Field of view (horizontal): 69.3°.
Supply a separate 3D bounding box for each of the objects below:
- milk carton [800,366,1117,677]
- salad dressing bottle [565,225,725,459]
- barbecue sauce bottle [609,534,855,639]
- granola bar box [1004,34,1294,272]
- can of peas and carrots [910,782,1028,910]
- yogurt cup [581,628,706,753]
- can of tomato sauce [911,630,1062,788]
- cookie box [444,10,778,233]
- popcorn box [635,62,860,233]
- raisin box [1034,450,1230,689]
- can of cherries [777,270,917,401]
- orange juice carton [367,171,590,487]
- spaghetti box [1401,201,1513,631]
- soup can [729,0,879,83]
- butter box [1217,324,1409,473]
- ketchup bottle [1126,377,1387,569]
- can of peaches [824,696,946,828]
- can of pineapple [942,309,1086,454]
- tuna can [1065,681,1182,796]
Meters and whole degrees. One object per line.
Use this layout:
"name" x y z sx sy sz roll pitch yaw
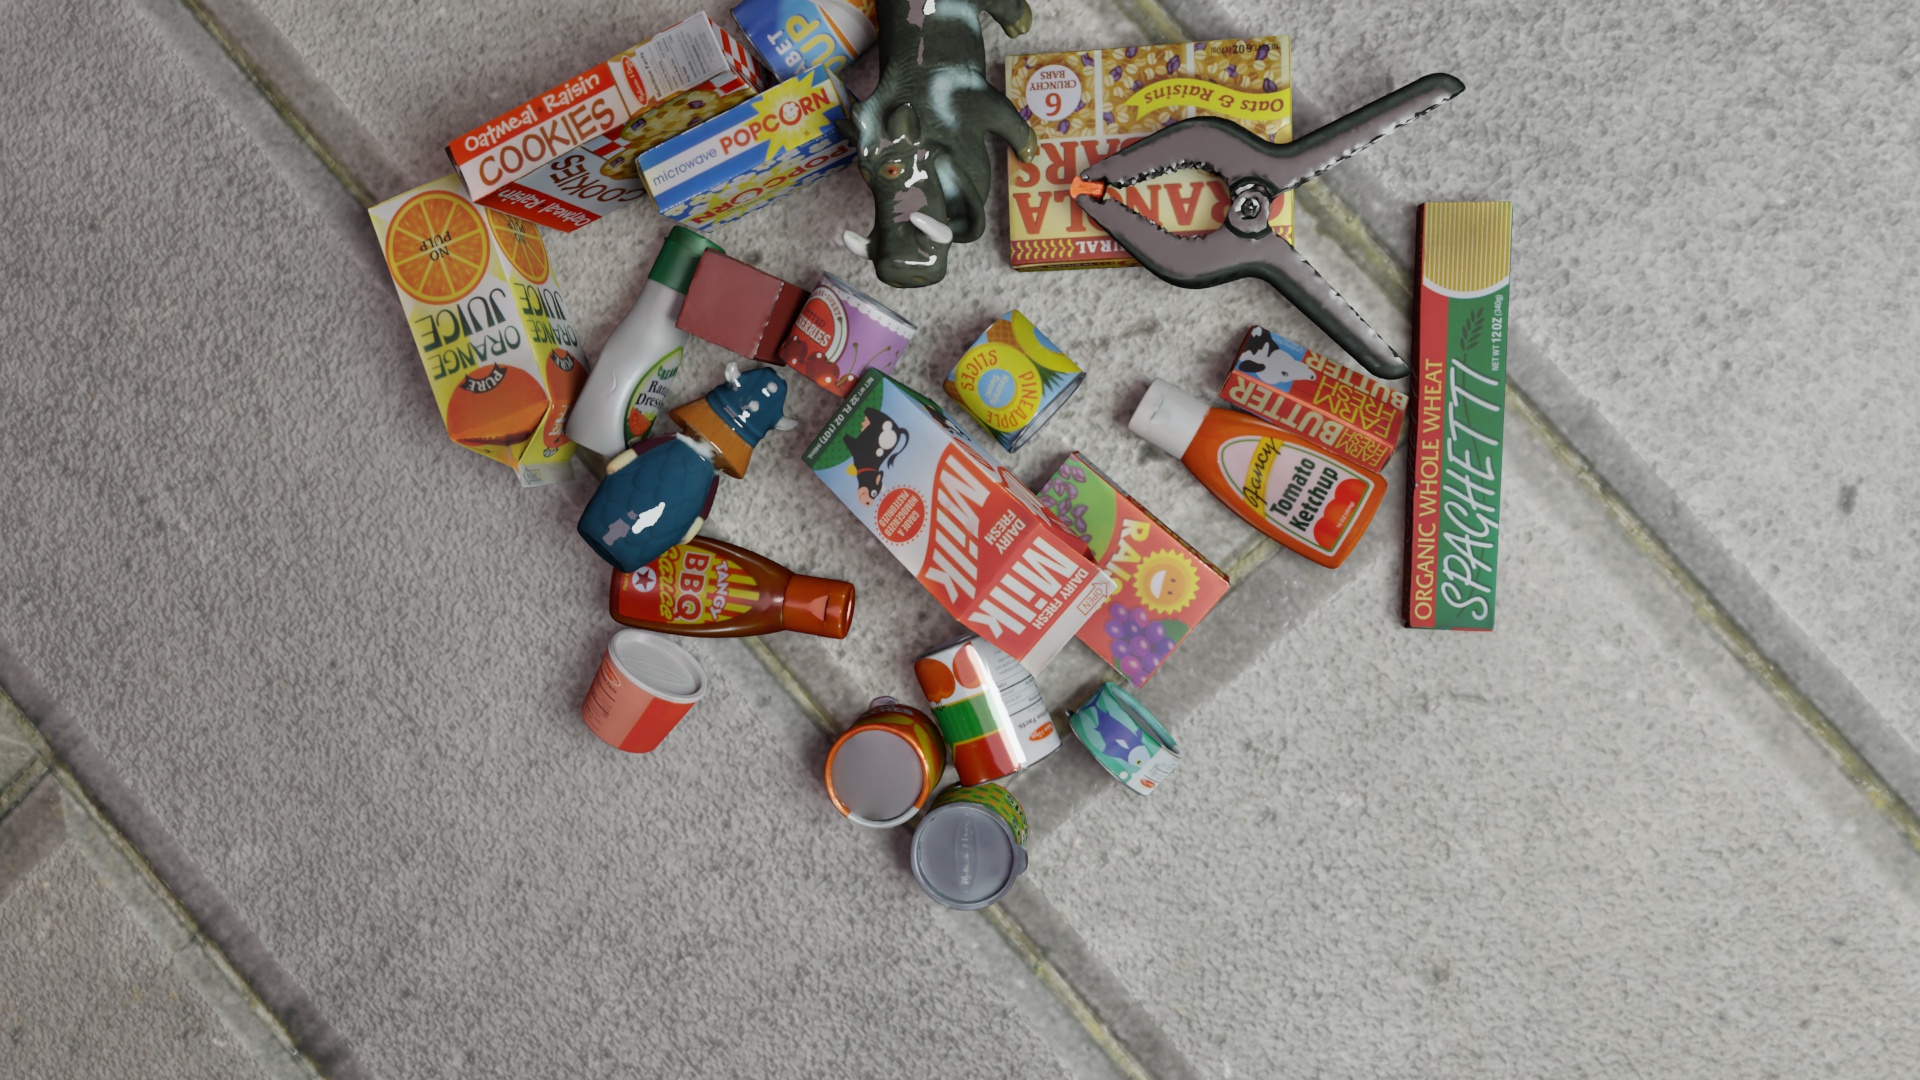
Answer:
"milk carton" 0.003 -0.010 0.797 0.072 0.073 0.191 -50 62 10
"salad dressing bottle" -0.193 -0.122 0.862 0.044 0.064 0.147 25 90 9
"barbecue sauce bottle" -0.142 0.033 0.872 0.148 0.043 0.065 9 86 8
"granola bar box" 0.110 -0.225 0.817 0.165 0.039 0.124 -1 94 9
"can of peas and carrots" 0.009 0.185 0.852 0.071 0.059 0.071 1 95 8
"yogurt cup" -0.202 0.097 0.877 0.072 0.072 0.053 36 107 5
"can of tomato sauce" 0.014 0.099 0.842 0.071 0.071 0.083 -23 90 10
"cookie box" -0.197 -0.241 0.820 0.167 0.123 0.040 -23 90 10
"popcorn box" -0.118 -0.230 0.828 0.126 0.085 0.038 -23 89 10
"raisin box" 0.089 0.017 0.838 0.123 0.040 0.086 40 98 5
"can of cherries" -0.070 -0.121 0.836 0.071 0.071 0.058 33 99 5
"orange juice carton" -0.289 -0.125 0.869 0.073 0.072 0.192 -19 91 10
"spaghetti box" 0.287 -0.070 0.806 0.050 0.029 0.249 1 94 10
"soup can" -0.083 -0.311 0.825 0.083 0.071 0.071 -35 89 9
"butter box" 0.206 -0.083 0.805 0.103 0.053 0.024 27 137 6
"ketchup bottle" 0.171 -0.045 0.818 0.149 0.043 0.064 30 97 6
"can of peaches" -0.047 0.136 0.857 0.071 0.058 0.071 1 95 9
"can of pineapple" 0.031 -0.094 0.823 0.058 0.071 0.071 43 99 4
"tuna can" 0.097 0.116 0.831 0.071 0.071 0.033 44 99 3
